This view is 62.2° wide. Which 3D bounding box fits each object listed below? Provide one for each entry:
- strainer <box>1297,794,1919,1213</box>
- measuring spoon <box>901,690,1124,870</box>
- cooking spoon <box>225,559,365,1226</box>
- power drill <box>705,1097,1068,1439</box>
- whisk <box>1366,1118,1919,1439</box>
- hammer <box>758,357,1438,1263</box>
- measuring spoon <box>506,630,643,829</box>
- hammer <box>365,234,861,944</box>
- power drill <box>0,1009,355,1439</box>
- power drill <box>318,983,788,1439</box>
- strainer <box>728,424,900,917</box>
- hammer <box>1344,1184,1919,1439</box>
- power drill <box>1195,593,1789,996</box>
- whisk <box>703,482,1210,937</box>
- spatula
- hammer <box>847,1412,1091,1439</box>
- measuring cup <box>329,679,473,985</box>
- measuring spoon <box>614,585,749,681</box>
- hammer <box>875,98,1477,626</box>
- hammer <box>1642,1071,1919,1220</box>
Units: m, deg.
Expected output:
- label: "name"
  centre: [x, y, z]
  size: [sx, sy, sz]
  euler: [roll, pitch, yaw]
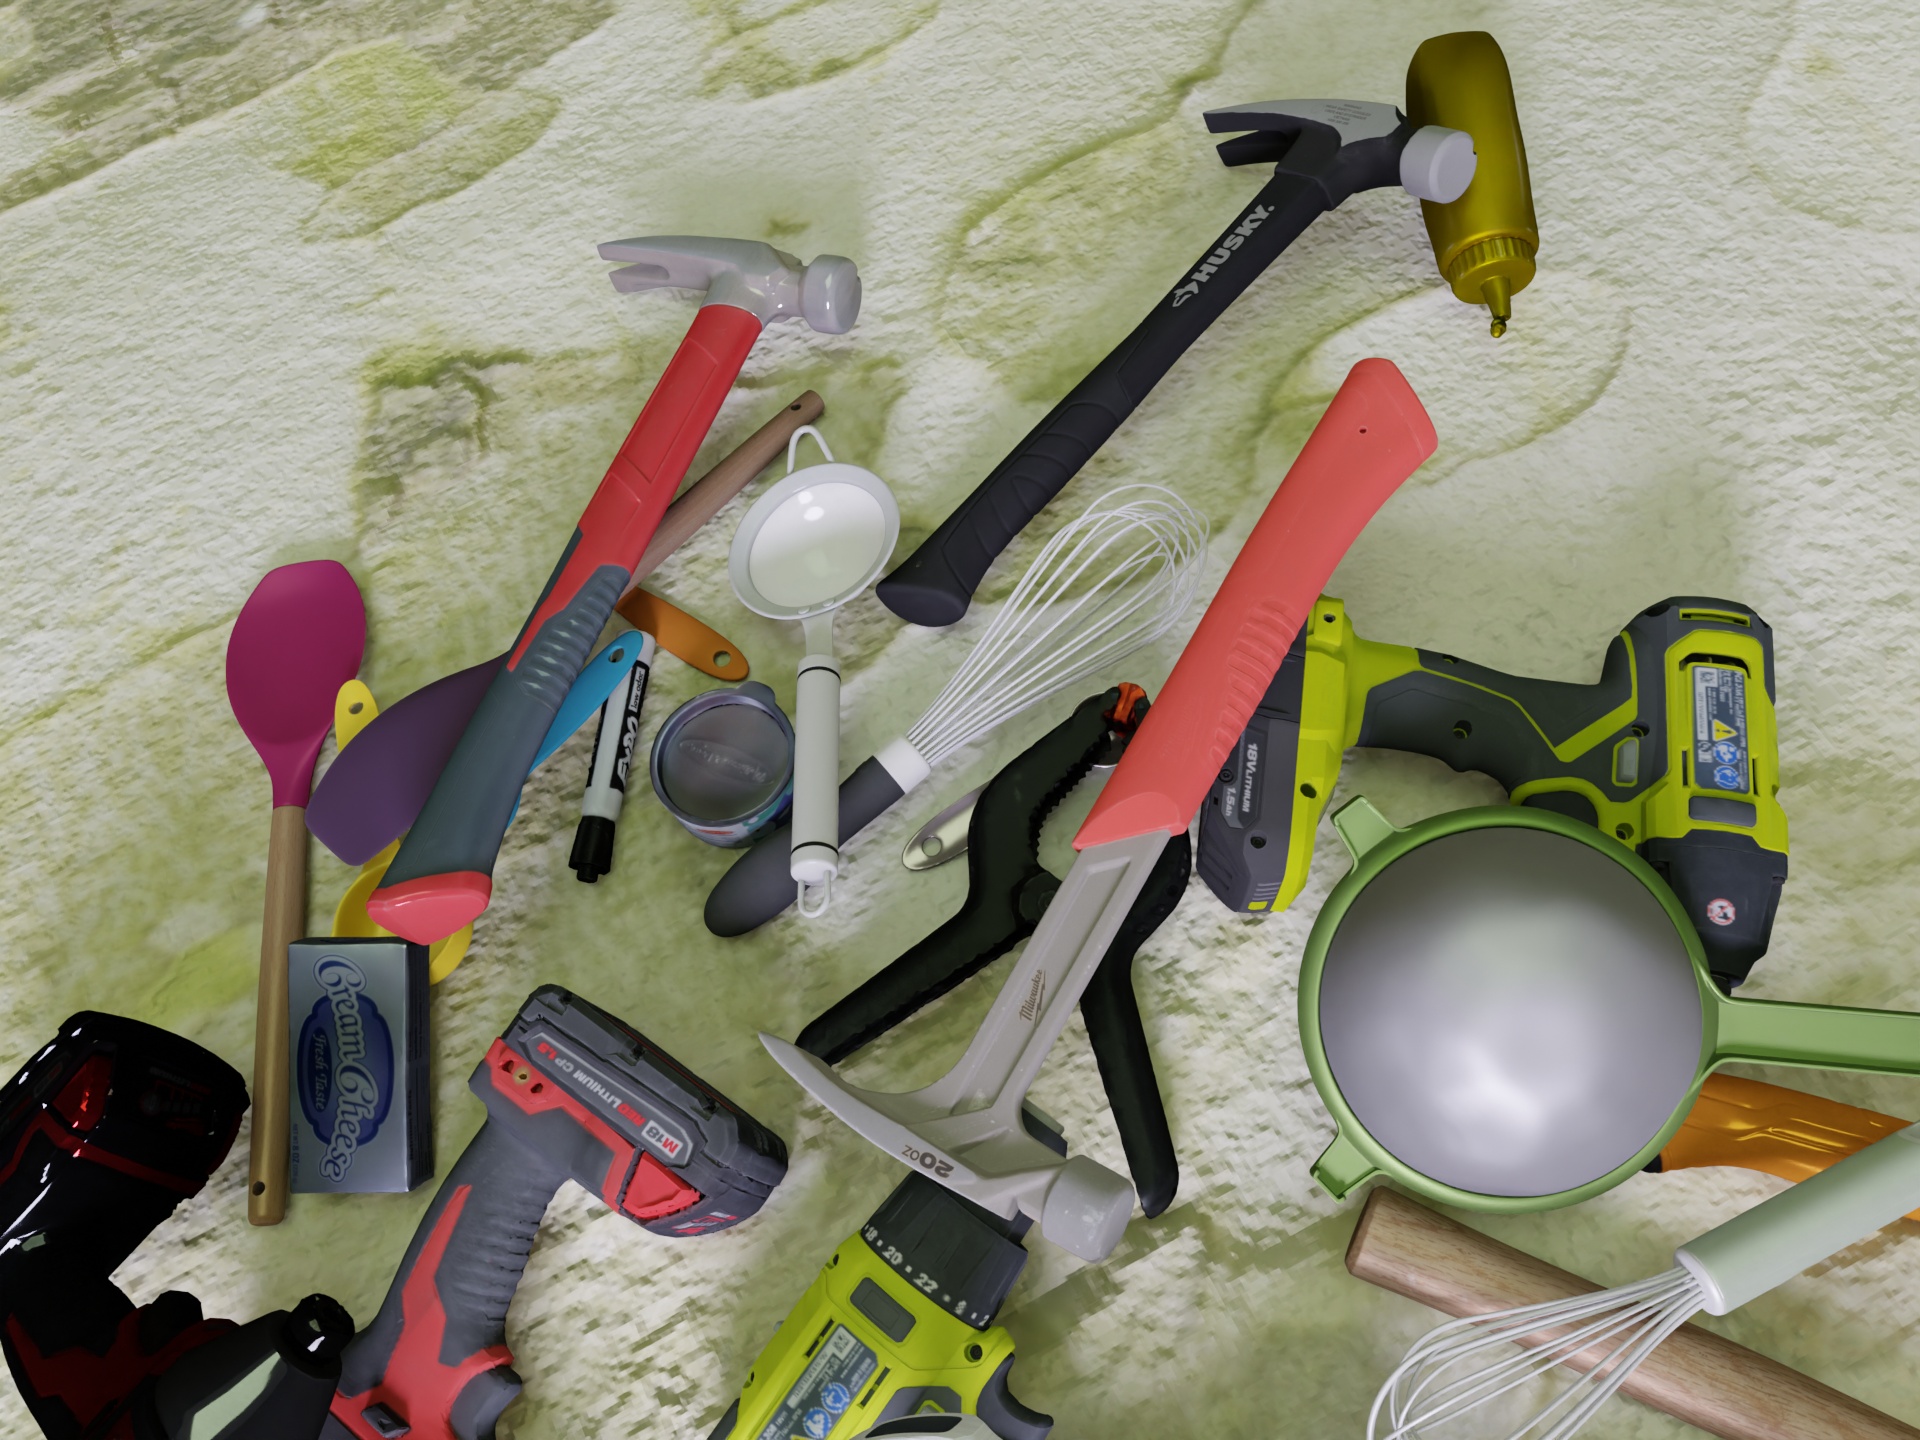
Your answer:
- label: "strainer"
  centre: [0.250, 0.110, 0.556]
  size: [0.256, 0.069, 0.151]
  euler: [4, 89, 8]
- label: "measuring spoon"
  centre: [0.027, 0.030, 0.703]
  size: [0.124, 0.018, 0.034]
  euler: [-33, 77, -1]
- label: "cooking spoon"
  centre: [-0.307, 0.065, 0.725]
  size: [0.069, 0.017, 0.319]
  euler: [-8, 65, 1]
- label: "power drill"
  centre: [0.036, 0.264, 0.557]
  size: [0.229, 0.080, 0.190]
  euler: [34, 80, 21]
- label: "whisk"
  centre: [0.249, 0.199, 0.551]
  size: [0.246, 0.058, 0.059]
  euler: [-25, 100, -6]
- label: "hammer"
  centre: [0.074, 0.010, 0.607]
  size: [0.149, 0.036, 0.359]
  euler: [25, 75, 27]
- label: "measuring spoon"
  centre: [-0.194, 0.004, 0.723]
  size: [0.128, 0.021, 0.042]
  euler: [-47, 59, -2]
- label: "hammer"
  centre: [-0.177, -0.079, 0.729]
  size: [0.143, 0.038, 0.387]
  euler: [11, 60, 19]
- label: "power drill"
  centre: [-0.299, 0.212, 0.577]
  size: [0.143, 0.078, 0.220]
  euler: [-48, 45, -3]
- label: "power drill"
  centre: [-0.160, 0.237, 0.601]
  size: [0.188, 0.080, 0.227]
  euler: [31, 77, 19]
- label: "strainer"
  centre: [-0.063, -0.025, 0.699]
  size: [0.087, 0.050, 0.259]
  euler: [-14, 51, 15]
- label: "hammer"
  centre: [0.301, 0.247, 0.561]
  size: [0.331, 0.031, 0.130]
  euler: [21, 71, 16]
- label: "power drill"
  centre: [0.214, 0.027, 0.646]
  size: [0.223, 0.080, 0.171]
  euler: [7, 67, 7]
- label: "whisk"
  centre: [-0.002, -0.003, 0.700]
  size: [0.284, 0.070, 0.070]
  euler: [-40, 68, -5]
- label: "spatula"
  centre: [-0.178, -0.055, 0.748]
  size: [0.060, 0.018, 0.316]
  euler: [36, 70, 25]
- label: "hammer"
  centre: [-0.014, 0.386, 0.486]
  size: [0.128, 0.033, 0.331]
  euler: [-1, 83, 21]
- label: "measuring cup"
  centre: [-0.259, 0.051, 0.722]
  size: [0.062, 0.029, 0.157]
  euler: [-21, 63, -2]
- label: "measuring spoon"
  centre: [-0.147, -0.051, 0.760]
  size: [0.117, 0.011, 0.021]
  euler: [32, 74, 19]
- label: "hammer"
  centre: [0.082, -0.173, 0.757]
  size: [0.335, 0.035, 0.146]
  euler: [-47, 45, -7]
- label: "hammer"
  centre: [0.411, 0.174, 0.577]
  size: [0.337, 0.034, 0.127]
  euler: [13, 69, 13]
